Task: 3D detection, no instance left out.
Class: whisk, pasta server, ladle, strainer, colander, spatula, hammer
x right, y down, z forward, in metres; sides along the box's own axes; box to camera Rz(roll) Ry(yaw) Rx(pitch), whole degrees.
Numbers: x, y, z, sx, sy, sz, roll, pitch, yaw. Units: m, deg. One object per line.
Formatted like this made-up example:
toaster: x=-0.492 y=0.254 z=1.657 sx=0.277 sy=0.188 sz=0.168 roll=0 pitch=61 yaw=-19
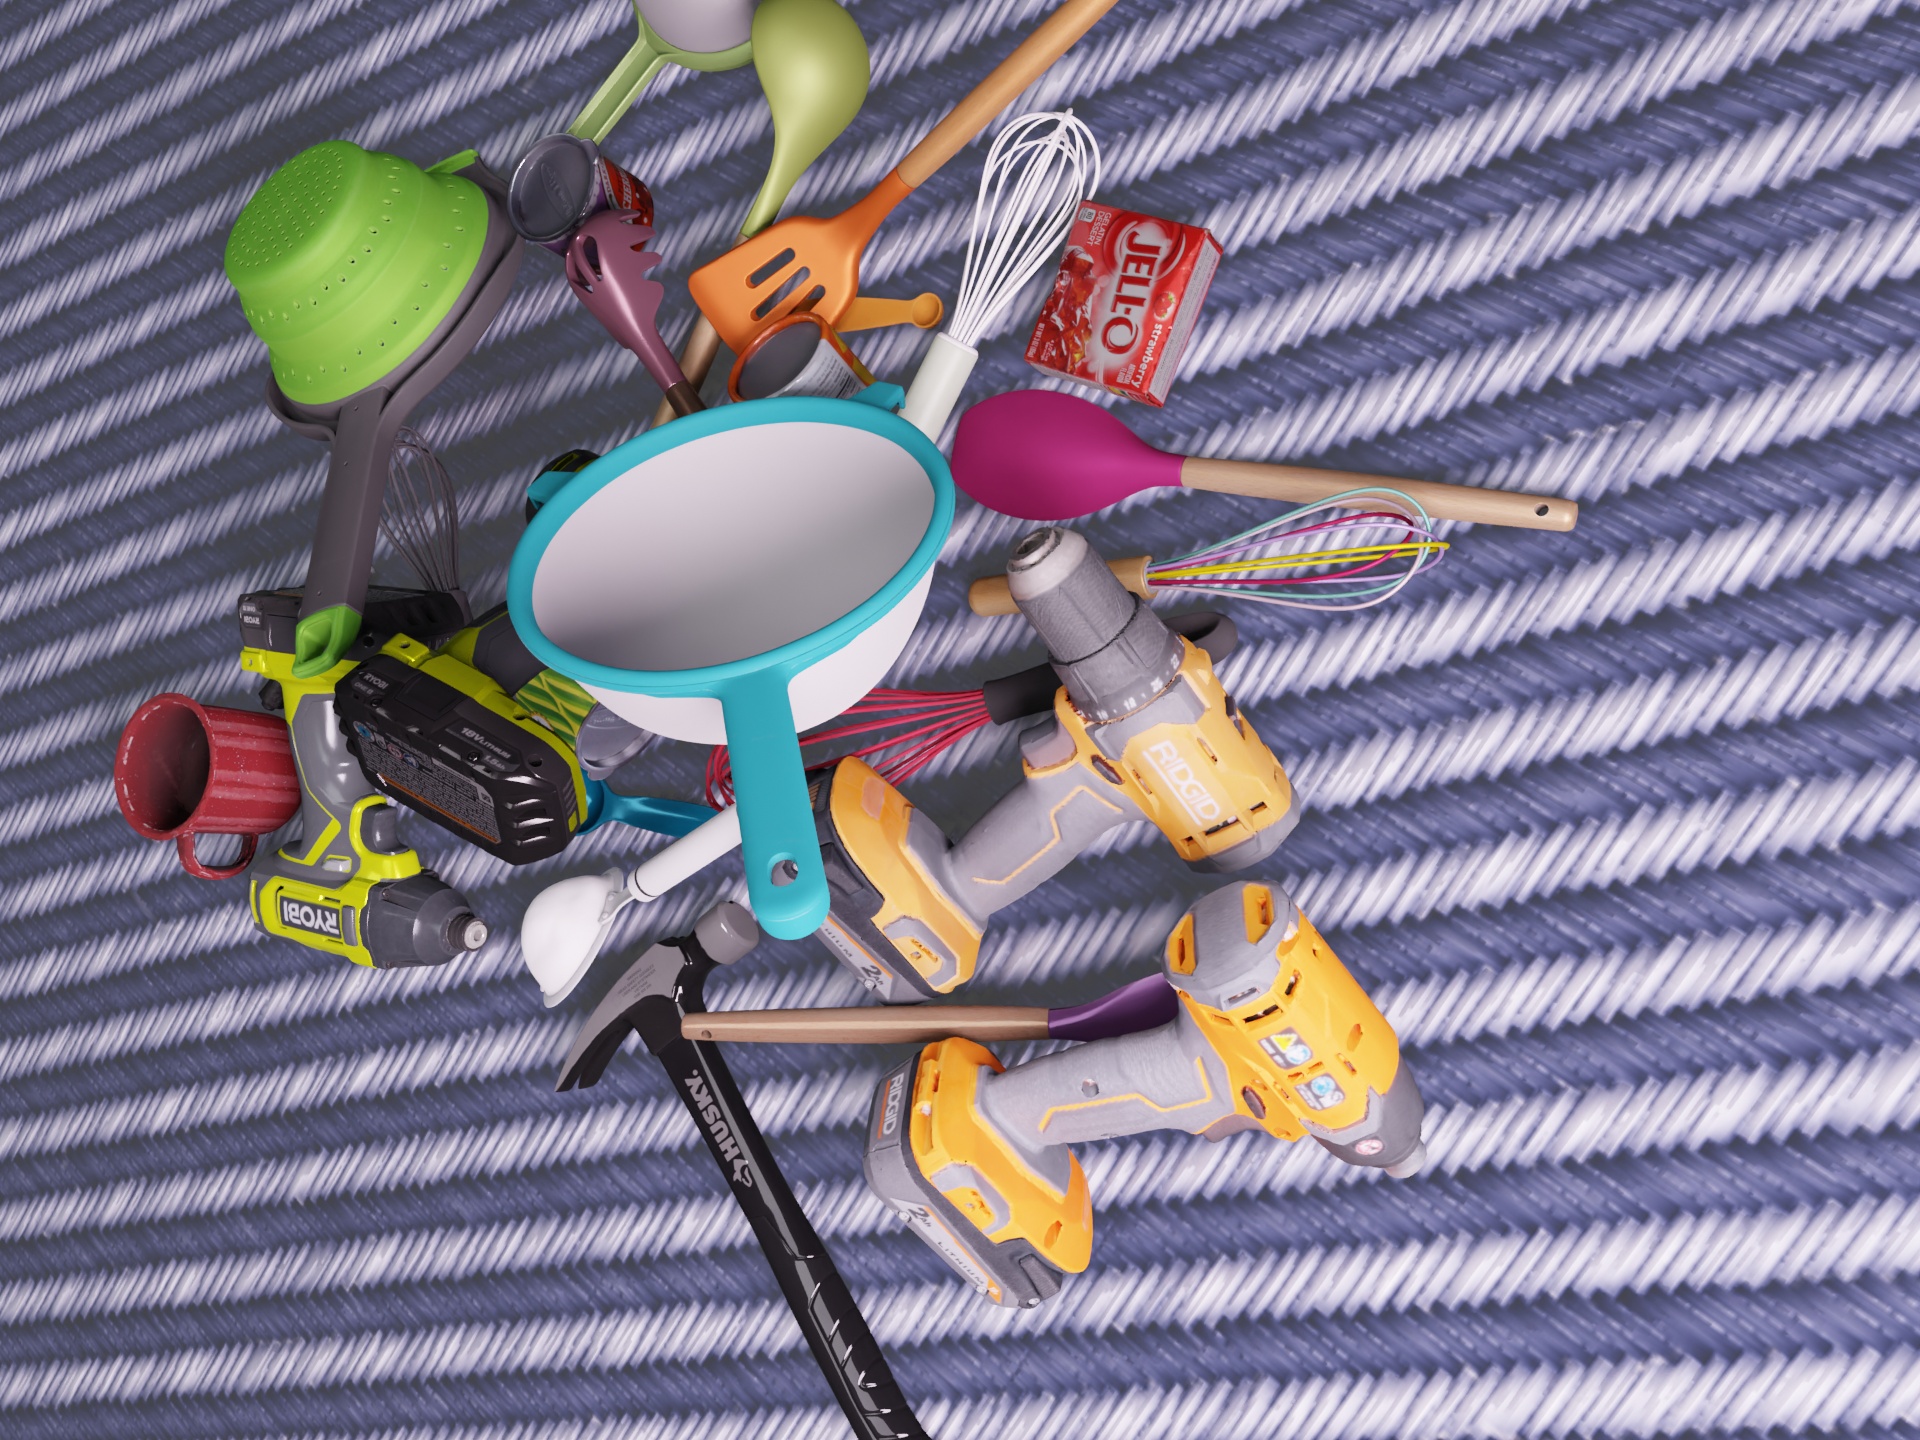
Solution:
whisk: x=-0.001 y=-0.003 z=0.812 sx=0.296 sy=0.073 sz=0.073 roll=-17 pitch=77 yaw=18
pasta server: x=-0.135 y=-0.160 z=0.868 sx=0.060 sy=0.040 sz=0.316 roll=-44 pitch=72 yaw=31
ladle: x=-0.138 y=-0.255 z=0.910 sx=0.062 sy=0.078 sz=0.320 roll=38 pitch=109 yaw=34
strainer: x=-0.175 y=0.088 z=0.855 sx=0.258 sy=0.050 sz=0.087 roll=-32 pitch=34 yaw=36
whisk: x=0.110 y=-0.073 z=0.767 sx=0.245 sy=0.047 sz=0.051 roll=-4 pitch=119 yaw=31
whisk: x=-0.319 y=-0.073 z=0.982 sx=0.055 sy=0.055 sz=0.239 roll=-25 pitch=78 yaw=22
colander: x=-0.366 y=-0.209 z=0.917 sx=0.204 sy=0.094 sz=0.397 roll=-18 pitch=55 yaw=22
spatula: x=0.017 y=0.143 z=0.759 sx=0.316 sy=0.018 sz=0.059 roll=-3 pitch=116 yaw=12
whisk: x=0.002 y=-0.206 z=0.839 sx=0.058 sy=0.059 sz=0.246 roll=27 pitch=103 yaw=-4
strainer: x=-0.086 y=-0.016 z=0.712 sx=0.211 sy=0.095 sz=0.341 roll=-16 pitch=44 yaw=-1
hammer: x=-0.098 y=0.273 z=0.840 sx=0.146 sy=0.035 sz=0.335 roll=-39 pitch=70 yaw=17
spatula: x=-0.014 y=-0.290 z=0.811 sx=0.322 sy=0.041 sz=0.081 roll=-32 pitch=104 yaw=37
strainer: x=-0.183 y=-0.428 z=0.939 sx=0.256 sy=0.069 sz=0.152 roll=-47 pitch=67 yaw=13

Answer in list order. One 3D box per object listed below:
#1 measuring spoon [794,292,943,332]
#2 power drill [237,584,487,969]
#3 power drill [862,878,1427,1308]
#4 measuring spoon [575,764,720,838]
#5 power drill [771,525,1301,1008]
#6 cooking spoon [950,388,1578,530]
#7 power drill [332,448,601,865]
measuring spoon: x=-0.059 y=-0.226 z=0.891 sx=0.117 sy=0.011 sz=0.021 roll=5 pitch=87 yaw=30
power drill: x=-0.355 y=0.035 z=0.953 sx=0.171 sy=0.080 sz=0.223 roll=7 pitch=103 yaw=28
power drill: x=0.089 y=0.180 z=0.713 sx=0.226 sy=0.084 sz=0.164 roll=-31 pitch=115 yaw=23
measuring spoon: x=-0.180 y=0.054 z=0.919 sx=0.128 sy=0.021 sz=0.042 roll=9 pitch=87 yaw=18
power drill: x=0.018 y=0.025 z=0.740 sx=0.226 sy=0.084 sz=0.185 roll=-28 pitch=117 yaw=22
cooking spoon: x=0.134 y=-0.120 z=0.778 sx=0.319 sy=0.017 sz=0.069 roll=12 pitch=91 yaw=27
power drill: x=-0.190 y=-0.037 z=0.838 sx=0.191 sy=0.080 sz=0.229 roll=26 pitch=53 yaw=15
